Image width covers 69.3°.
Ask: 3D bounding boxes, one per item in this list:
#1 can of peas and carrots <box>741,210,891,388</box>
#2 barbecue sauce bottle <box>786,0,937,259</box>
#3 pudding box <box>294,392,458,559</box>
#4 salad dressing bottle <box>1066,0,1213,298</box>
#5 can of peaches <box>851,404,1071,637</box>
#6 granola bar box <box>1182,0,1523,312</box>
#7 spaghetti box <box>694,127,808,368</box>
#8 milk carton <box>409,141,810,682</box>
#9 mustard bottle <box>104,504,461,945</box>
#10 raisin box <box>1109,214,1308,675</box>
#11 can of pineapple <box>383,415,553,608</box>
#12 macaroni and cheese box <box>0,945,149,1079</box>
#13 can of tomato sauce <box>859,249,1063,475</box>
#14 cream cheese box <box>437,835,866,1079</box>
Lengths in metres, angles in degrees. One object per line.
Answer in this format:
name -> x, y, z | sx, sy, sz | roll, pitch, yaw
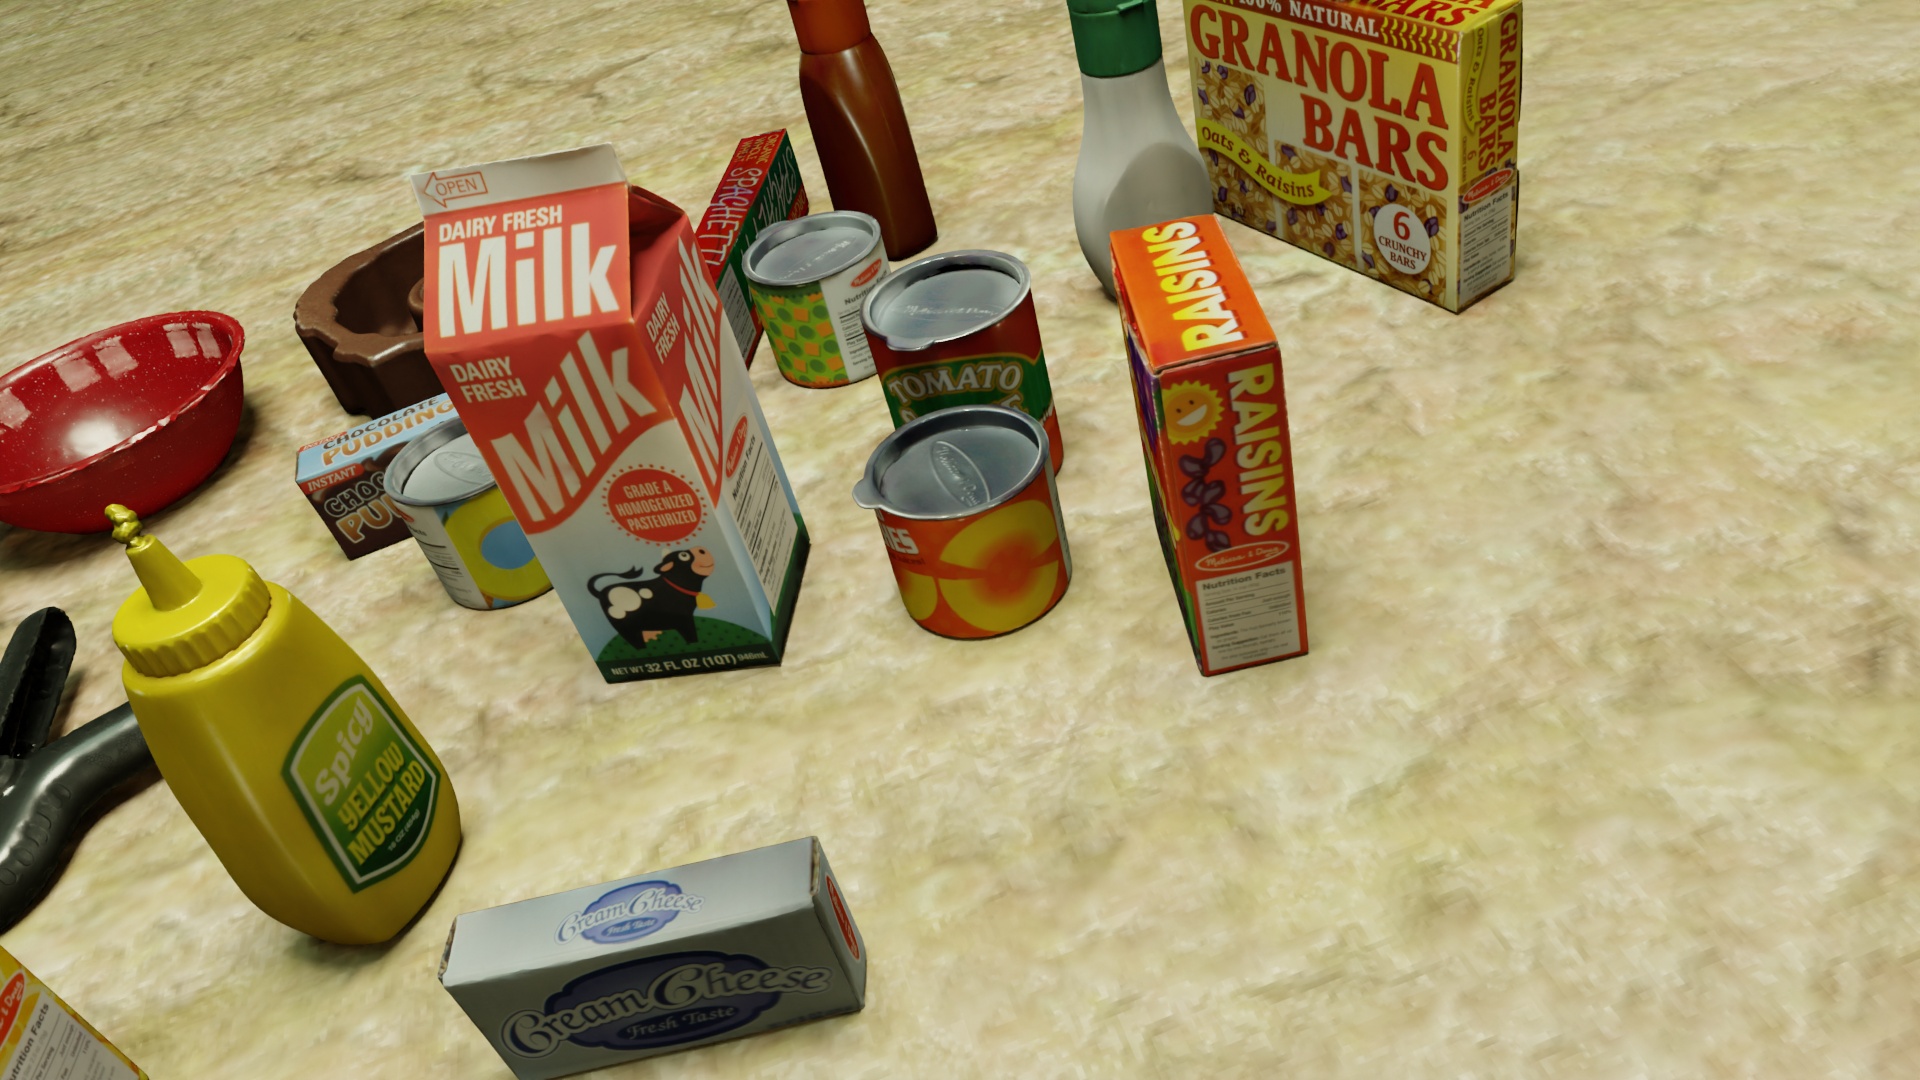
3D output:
can of peas and carrots -> -0.064, -0.114, 0.655 | 0.071, 0.058, 0.071 | -9, 38, 8
barbecue sauce bottle -> -0.054, -0.220, 0.709 | 0.044, 0.147, 0.065 | -34, 42, -22
pudding box -> -0.245, -0.032, 0.622 | 0.084, 0.049, 0.030 | -23, 39, -9
salad dressing bottle -> 0.076, -0.178, 0.615 | 0.064, 0.147, 0.044 | -23, 39, -10
can of peaches -> 0.002, -0.006, 0.501 | 0.071, 0.057, 0.071 | -9, 38, 8
granola bar box -> 0.169, -0.187, 0.614 | 0.039, 0.123, 0.166 | -30, 40, -17
spaghetti box -> -0.116, -0.133, 0.703 | 0.028, 0.050, 0.251 | -6, 39, 12
milk carton -> -0.117, -0.044, 0.481 | 0.072, 0.189, 0.074 | -7, 39, 11
mustard bottle -> -0.206, 0.054, 0.414 | 0.049, 0.159, 0.066 | 0, 41, 19
raisin box -> 0.080, -0.031, 0.452 | 0.040, 0.122, 0.086 | -12, 38, 5
can of pineapple -> -0.193, -0.015, 0.577 | 0.071, 0.057, 0.071 | -9, 38, 8
macaroni and cheese box -> -0.321, 0.126, 0.359 | 0.124, 0.165, 0.040 | -14, 38, 2
can of tomato sauce -> 0.002, -0.061, 0.548 | 0.071, 0.082, 0.071 | -9, 38, 8
cream cheese box -> -0.082, 0.116, 0.382 | 0.104, 0.053, 0.024 | -13, 38, 3
